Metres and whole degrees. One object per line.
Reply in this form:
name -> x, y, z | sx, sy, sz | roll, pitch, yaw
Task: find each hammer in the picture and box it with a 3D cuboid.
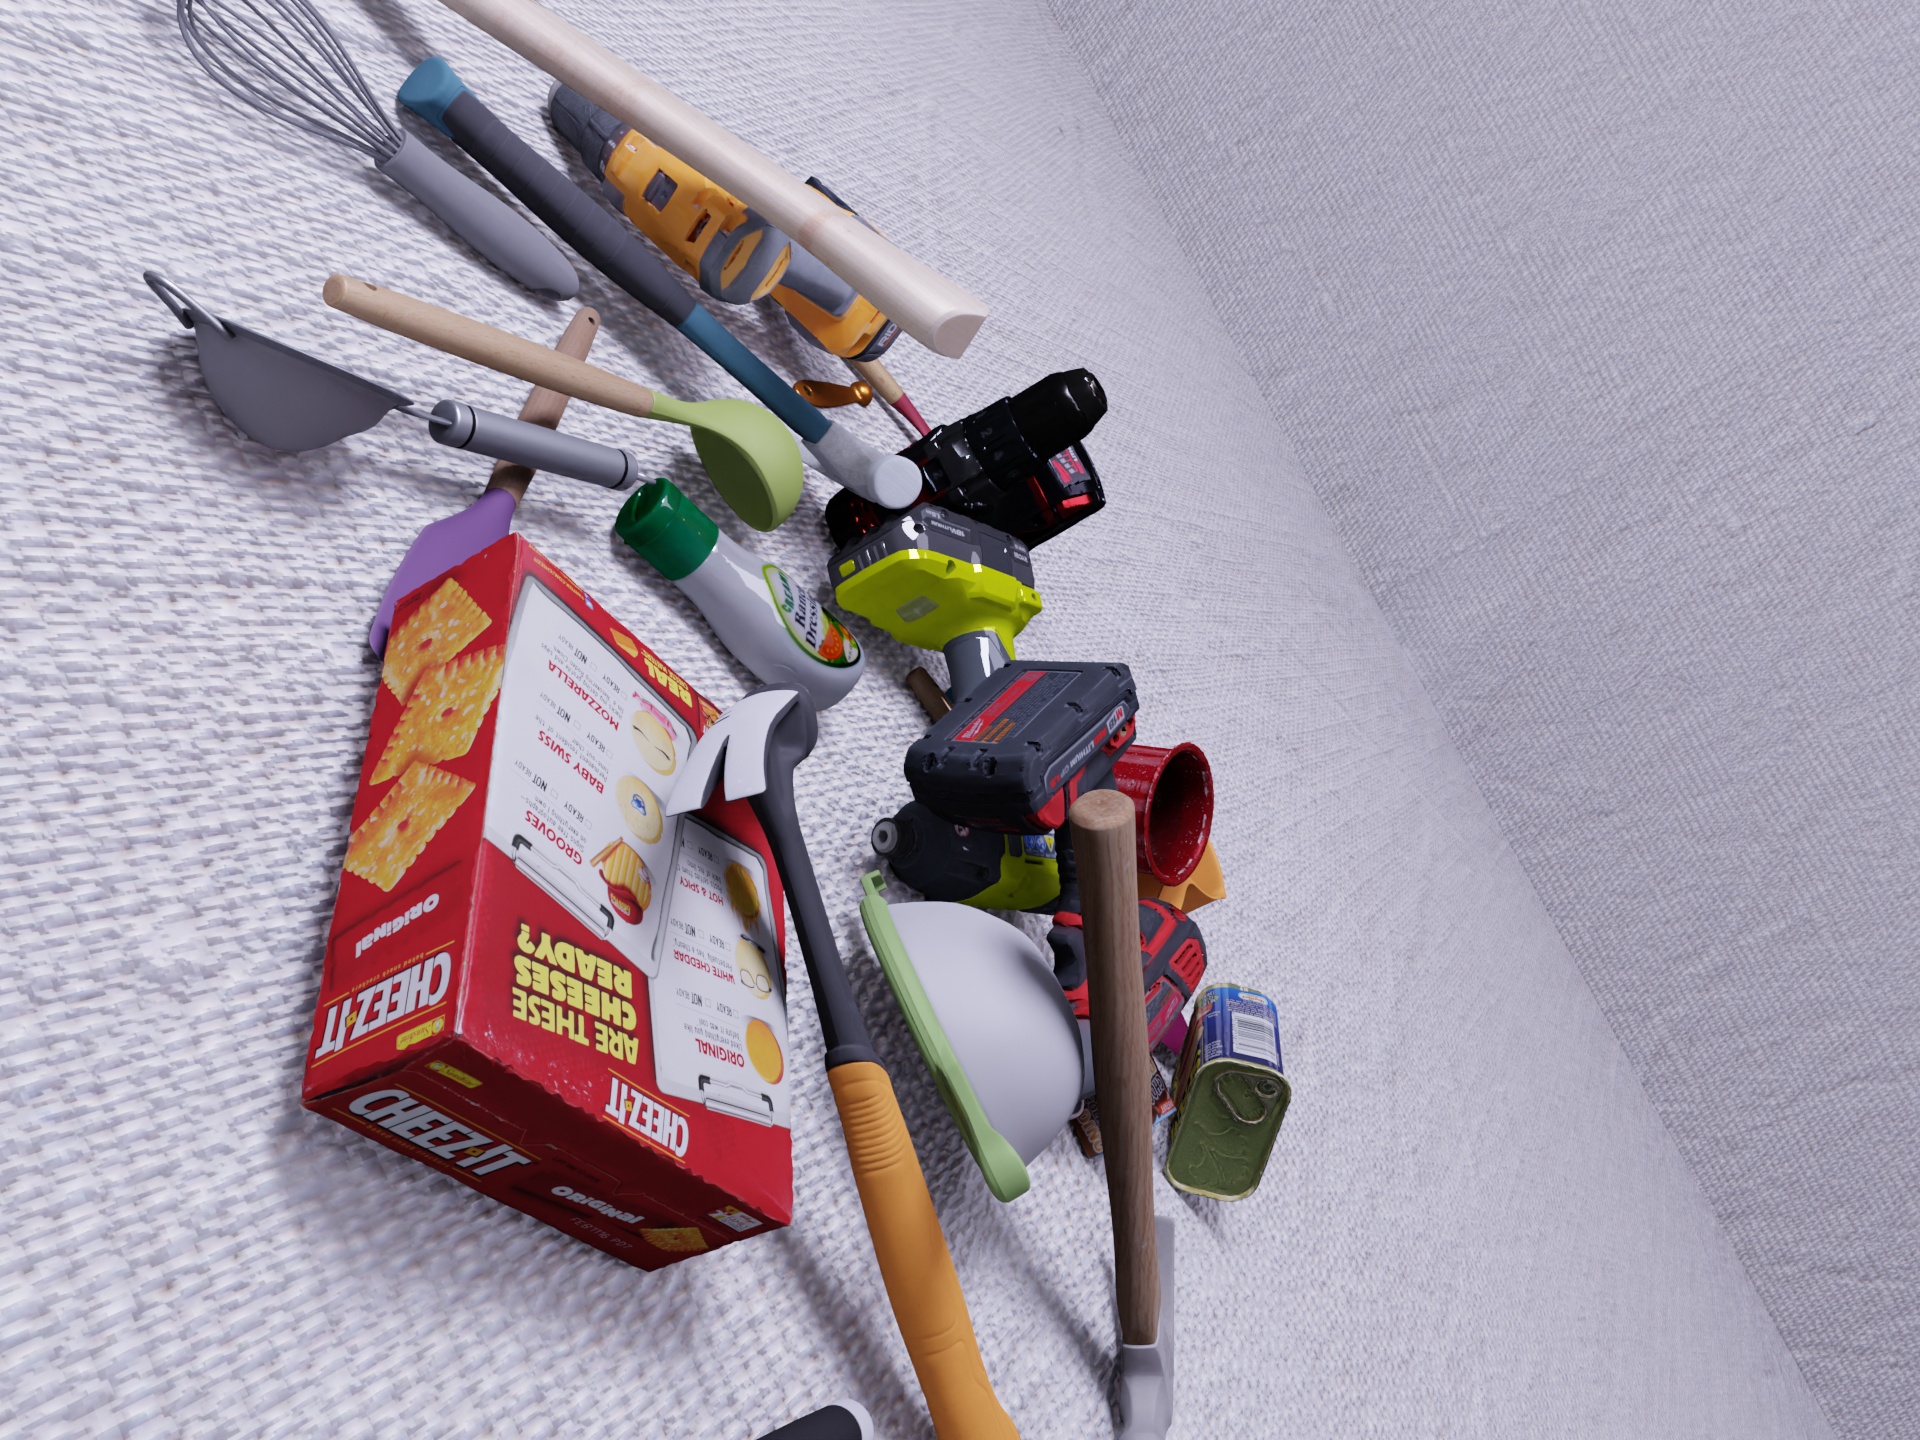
hammer -> -0.033, 0.156, 0.599 | 0.127, 0.034, 0.336 | -76, 151, -76
hammer -> -0.162, -0.233, 0.874 | 0.330, 0.033, 0.128 | 39, -2, -27
hammer -> -0.160, -0.325, 0.845 | 0.410, 0.038, 0.146 | 33, 30, -5
hammer -> 0.076, 0.186, 0.728 | 0.130, 0.031, 0.331 | -71, 157, -66

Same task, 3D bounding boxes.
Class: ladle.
ladle -> -0.063, -0.256, 1.164 | 0.315, 0.031, 0.069 | 46, 17, -25
ladle -> -0.174, -0.146, 0.749 | 0.078, 0.062, 0.320 | 46, 17, 22

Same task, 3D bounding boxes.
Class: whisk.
whisk -> -0.264, -0.269, 0.746 | 0.238, 0.055, 0.055 | 35, 33, -52

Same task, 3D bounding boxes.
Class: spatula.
spatula -> -0.201, -0.111, 0.720 | 0.059, 0.018, 0.316 | 49, 26, -32

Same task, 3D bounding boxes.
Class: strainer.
strainer -> -0.215, -0.121, 0.651 | 0.087, 0.050, 0.258 | 20, 7, 31
strainer -> 0.021, 0.139, 0.678 | 0.151, 0.069, 0.256 | 64, -5, -6

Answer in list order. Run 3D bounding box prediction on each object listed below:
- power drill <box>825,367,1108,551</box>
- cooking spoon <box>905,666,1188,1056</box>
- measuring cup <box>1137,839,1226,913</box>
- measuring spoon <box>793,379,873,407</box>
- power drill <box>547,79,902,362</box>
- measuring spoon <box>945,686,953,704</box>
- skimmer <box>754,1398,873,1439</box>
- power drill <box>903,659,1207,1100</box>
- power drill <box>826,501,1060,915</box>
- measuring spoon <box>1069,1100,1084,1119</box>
power drill -> 0.029, -0.163, 1.045 | 0.080, 0.188, 0.226 | 62, 19, 3
cooking spoon -> 0.063, 0.095, 1.012 | 0.318, 0.017, 0.069 | 53, 17, -13
measuring cup -> 0.132, 0.113, 1.094 | 0.095, 0.052, 0.174 | 56, 25, -9
measuring spoon -> -0.086, -0.228, 1.101 | 0.021, 0.011, 0.117 | 60, 23, 1
power drill -> -0.140, -0.314, 0.989 | 0.185, 0.084, 0.226 | 45, 18, 19
measuring spoon -> 0.043, -0.022, 1.043 | 0.128, 0.021, 0.042 | -17, 61, -42
skimmer -> -0.094, 0.250, 0.419 | 0.363, 0.090, 0.127 | 12, 84, -63
power drill -> 0.056, 0.089, 0.826 | 0.143, 0.078, 0.219 | -42, 123, -41
power drill -> -0.001, -0.003, 0.909 | 0.171, 0.080, 0.223 | 15, 57, -49
measuring spoon -> 0.040, 0.171, 0.888 | 0.034, 0.018, 0.124 | 26, 32, -35
